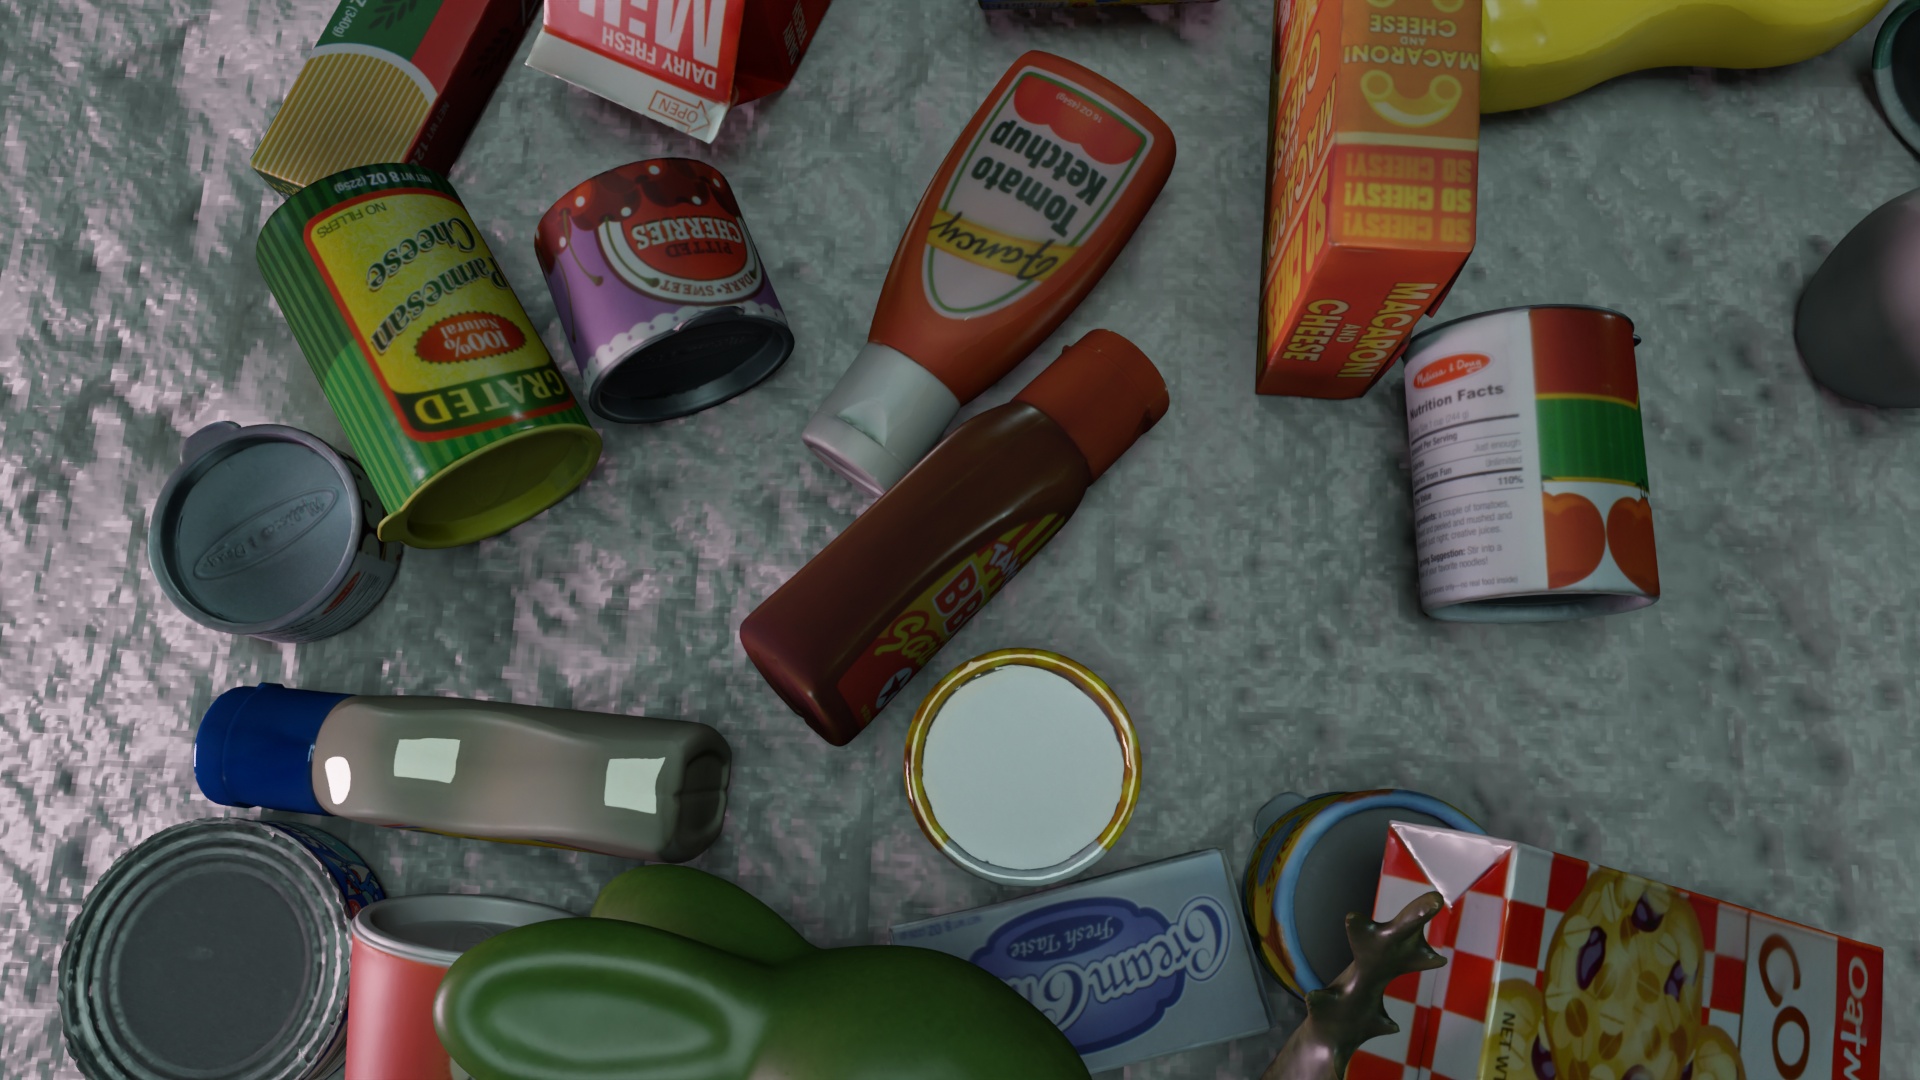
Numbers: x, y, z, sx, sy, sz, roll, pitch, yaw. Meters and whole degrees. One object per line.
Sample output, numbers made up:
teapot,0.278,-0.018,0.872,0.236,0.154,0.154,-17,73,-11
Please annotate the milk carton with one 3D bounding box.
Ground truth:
milk carton,-0.072,-0.226,0.465,0.072,0.073,0.191,24,80,6

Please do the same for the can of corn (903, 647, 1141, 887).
can of corn,0.017,0.064,0.405,0.071,0.058,0.071,0,78,1

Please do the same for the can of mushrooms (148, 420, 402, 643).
can of mushrooms,-0.216,-0.003,0.440,0.071,0.033,0.071,0,78,2

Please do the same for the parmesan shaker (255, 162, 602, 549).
parmesan shaker,-0.168,-0.057,0.432,0.071,0.071,0.103,-31,79,-5

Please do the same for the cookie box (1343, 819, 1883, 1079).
cookie box,0.168,0.149,0.348,0.167,0.040,0.123,20,77,-29

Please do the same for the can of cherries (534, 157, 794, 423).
can of cherries,-0.092,-0.078,0.434,0.071,0.071,0.058,-22,77,-3

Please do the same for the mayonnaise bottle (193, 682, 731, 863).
mayonnaise bottle,-0.147,0.067,0.410,0.148,0.064,0.041,4,82,7

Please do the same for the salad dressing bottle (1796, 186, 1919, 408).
salad dressing bottle,0.293,-0.080,0.383,0.044,0.147,0.064,-8,78,0

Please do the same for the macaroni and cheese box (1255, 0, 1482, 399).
macaroni and cheese box,0.120,-0.139,0.414,0.040,0.123,0.166,4,78,4

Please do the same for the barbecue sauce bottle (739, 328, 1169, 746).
barbecue sauce bottle,0.002,-0.005,0.421,0.044,0.064,0.149,41,73,18

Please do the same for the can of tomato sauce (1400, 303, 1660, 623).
can of tomato sauce,0.171,-0.020,0.416,0.071,0.071,0.083,-1,78,2

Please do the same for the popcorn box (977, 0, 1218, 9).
popcorn box,0.046,-0.243,0.455,0.085,0.038,0.126,-1,108,2

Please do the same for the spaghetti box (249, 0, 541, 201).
spaghetti box,-0.164,-0.223,0.490,0.050,0.028,0.250,22,79,6

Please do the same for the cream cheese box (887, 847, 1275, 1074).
cream cheese box,0.034,0.128,0.408,0.104,0.024,0.053,-13,78,-1

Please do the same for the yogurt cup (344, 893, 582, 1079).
yogurt cup,-0.140,0.134,0.393,0.072,0.072,0.054,9,86,4

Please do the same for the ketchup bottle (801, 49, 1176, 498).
ketchup bottle,0.006,-0.082,0.446,0.065,0.043,0.149,33,81,8

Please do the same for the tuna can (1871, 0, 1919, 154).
tuna can,0.329,-0.151,0.437,0.033,0.071,0.071,-31,79,-3

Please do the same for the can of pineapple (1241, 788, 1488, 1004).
can of pineapple,0.115,0.103,0.394,0.071,0.057,0.071,0,78,2
